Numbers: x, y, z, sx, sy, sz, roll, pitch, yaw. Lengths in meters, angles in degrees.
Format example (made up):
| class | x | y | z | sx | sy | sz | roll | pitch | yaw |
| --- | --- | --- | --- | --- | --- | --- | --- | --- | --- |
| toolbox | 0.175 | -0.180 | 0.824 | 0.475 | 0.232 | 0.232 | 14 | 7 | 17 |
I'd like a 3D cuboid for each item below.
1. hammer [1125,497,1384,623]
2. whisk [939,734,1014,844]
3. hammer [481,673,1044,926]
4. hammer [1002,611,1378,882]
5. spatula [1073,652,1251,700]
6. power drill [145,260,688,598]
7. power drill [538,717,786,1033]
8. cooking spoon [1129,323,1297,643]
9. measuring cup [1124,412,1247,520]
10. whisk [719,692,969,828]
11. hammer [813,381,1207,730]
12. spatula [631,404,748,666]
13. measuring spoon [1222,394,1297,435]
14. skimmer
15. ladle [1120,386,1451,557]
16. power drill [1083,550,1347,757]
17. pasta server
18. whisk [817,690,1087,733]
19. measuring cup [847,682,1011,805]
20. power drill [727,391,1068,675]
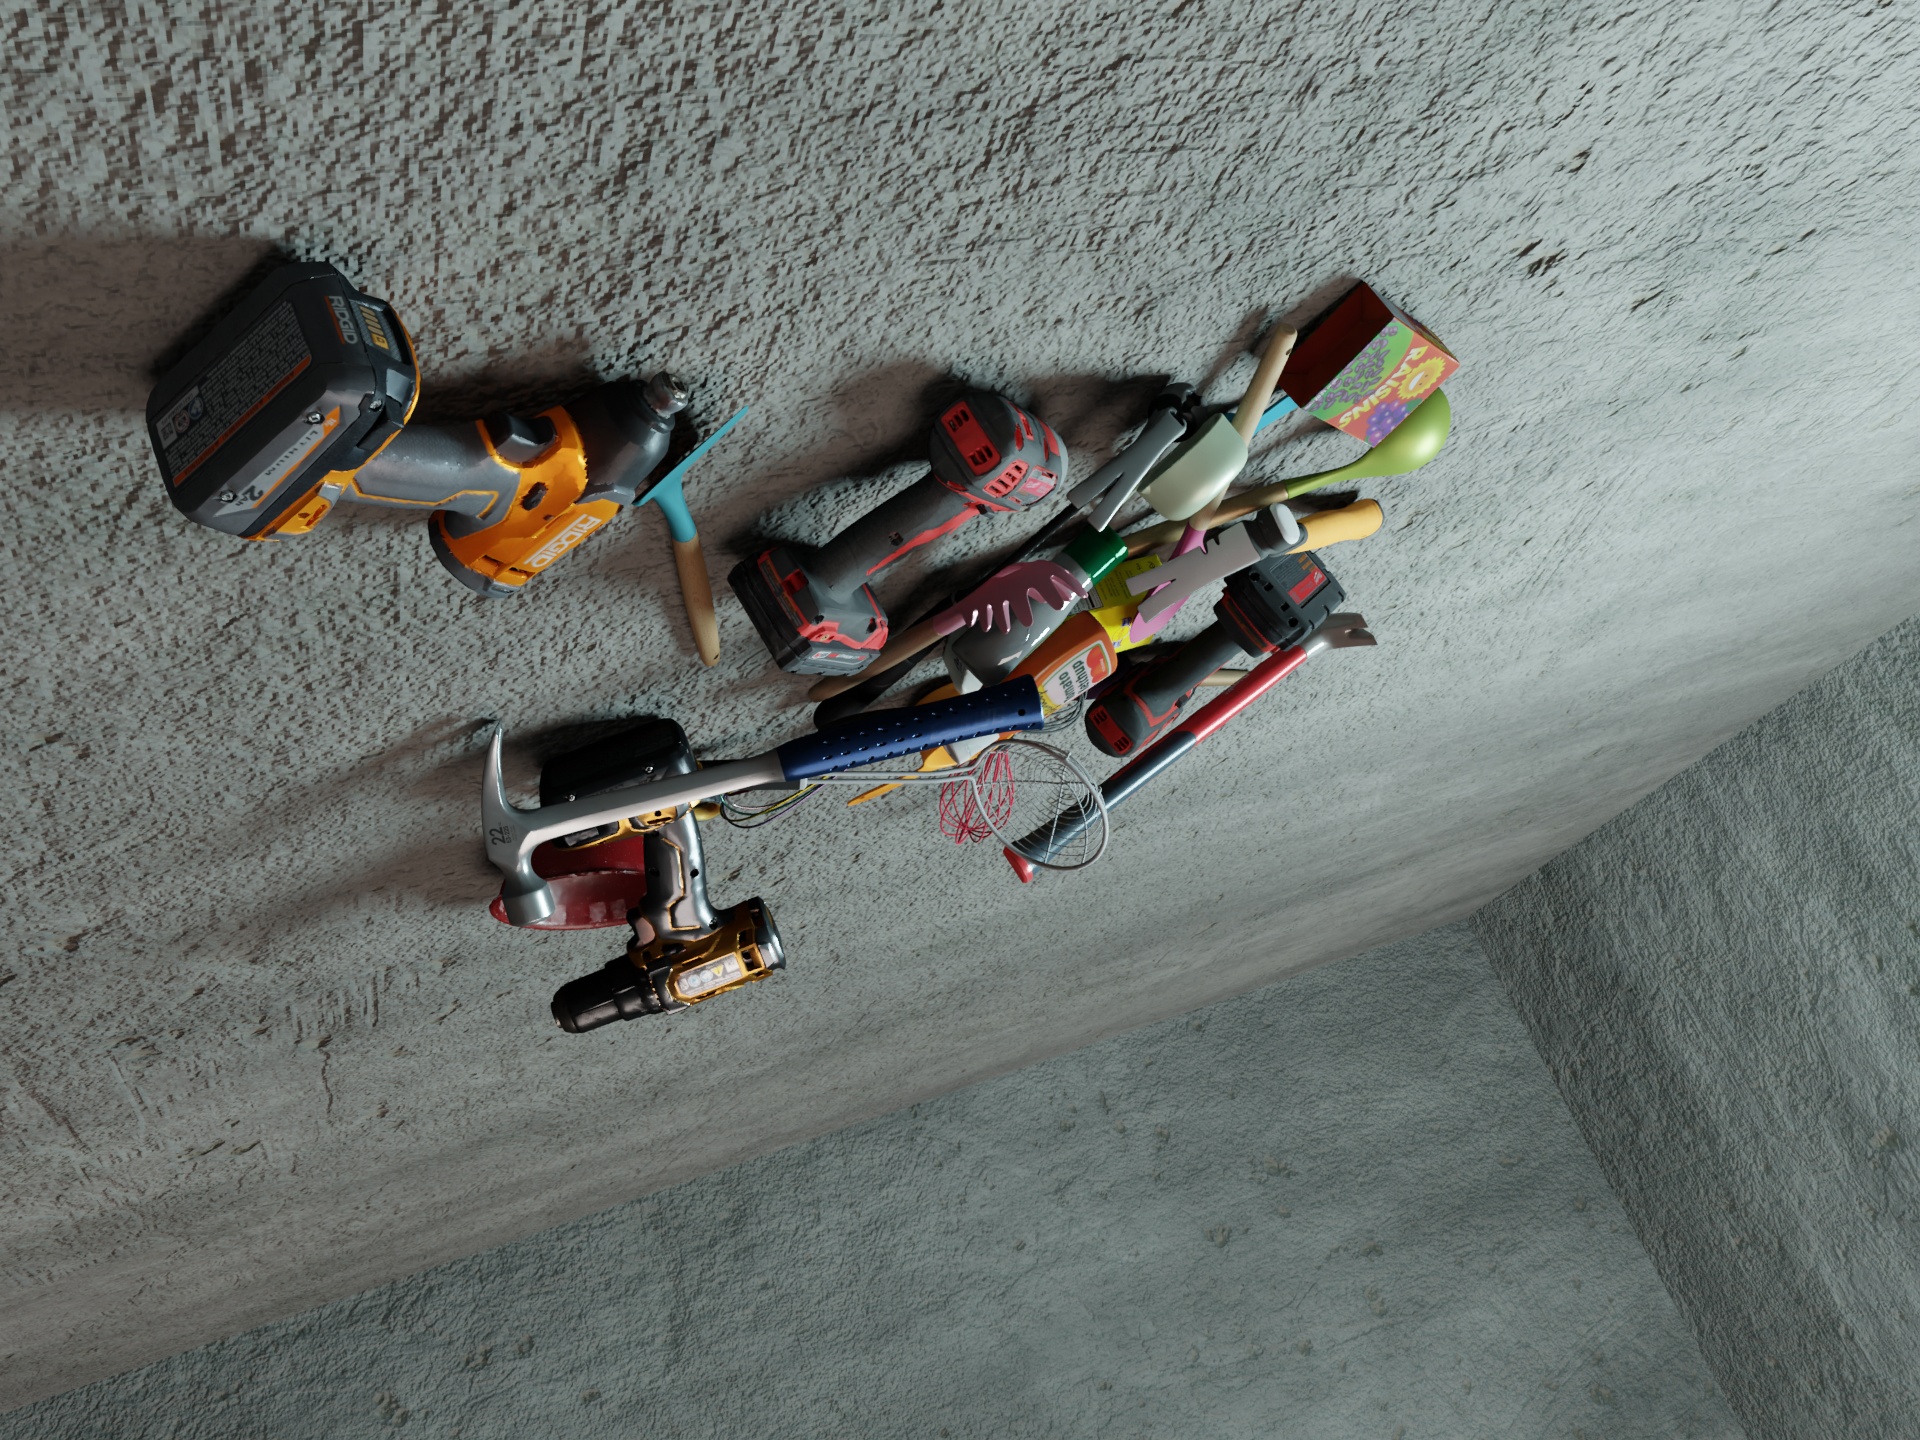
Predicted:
| class | x | y | z | sx | sy | sz | roll | pitch | yaw |
| --- | --- | --- | --- | --- | --- | --- | --- | --- | --- |
| hammer | 0.249 | -0.136 | 1.218 | 0.127 | 0.034 | 0.337 | -27 | 176 | 33 |
| whisk | 0.032 | 0.028 | 1.477 | 0.073 | 0.073 | 0.295 | -14 | 150 | -23 |
| hammer | -0.140 | 0.029 | 1.137 | 0.405 | 0.144 | 0.035 | -14 | -166 | -7 |
| hammer | 0.201 | 0.020 | 1.419 | 0.386 | 0.038 | 0.143 | -36 | -168 | -18 |
| spatula | 0.189 | -0.042 | 1.511 | 0.315 | 0.018 | 0.059 | -1 | 128 | -46 |
| power drill | -0.245 | -0.138 | 0.771 | 0.164 | 0.084 | 0.226 | -33 | 161 | 21 |
| power drill | -0.252 | 0.131 | 1.221 | 0.185 | 0.084 | 0.226 | -21 | 117 | -7 |
| cooking spoon | 0.180 | -0.160 | 1.150 | 0.069 | 0.017 | 0.318 | -28 | 155 | -29 |
| measuring cup | 0.144 | -0.159 | 1.109 | 0.083 | 0.038 | 0.167 | -47 | -174 | -20 |
| whisk | -0.097 | 0.028 | 1.331 | 0.245 | 0.051 | 0.047 | -23 | -169 | 13 |
| hammer | 0.010 | -0.090 | 1.141 | 0.409 | 0.036 | 0.149 | -38 | -172 | 43 |
| spatula | -0.164 | -0.097 | 0.993 | 0.082 | 0.044 | 0.317 | -46 | 167 | -19 |
| measuring spoon | 0.221 | -0.227 | 1.127 | 0.128 | 0.021 | 0.042 | -33 | 153 | 0 |
| skimmer | -0.065 | 0.066 | 1.277 | 0.363 | 0.090 | 0.127 | 1 | 133 | -9 |
| ladle | 0.218 | -0.178 | 1.213 | 0.320 | 0.062 | 0.078 | -19 | 167 | 9 |
| power drill | 0.221 | -0.066 | 1.375 | 0.226 | 0.080 | 0.188 | -42 | 176 | 38 |
| pasta server | -0.024 | -0.051 | 1.099 | 0.060 | 0.040 | 0.316 | -28 | -178 | -36 |
| whisk | -0.003 | -0.004 | 1.254 | 0.239 | 0.055 | 0.055 | -9 | 155 | -25 |
| measuring cup | -0.035 | 0.018 | 1.383 | 0.173 | 0.052 | 0.095 | -27 | 164 | 20 |
| power drill | -0.029 | -0.121 | 1.024 | 0.219 | 0.079 | 0.143 | -36 | 167 | 19 |
